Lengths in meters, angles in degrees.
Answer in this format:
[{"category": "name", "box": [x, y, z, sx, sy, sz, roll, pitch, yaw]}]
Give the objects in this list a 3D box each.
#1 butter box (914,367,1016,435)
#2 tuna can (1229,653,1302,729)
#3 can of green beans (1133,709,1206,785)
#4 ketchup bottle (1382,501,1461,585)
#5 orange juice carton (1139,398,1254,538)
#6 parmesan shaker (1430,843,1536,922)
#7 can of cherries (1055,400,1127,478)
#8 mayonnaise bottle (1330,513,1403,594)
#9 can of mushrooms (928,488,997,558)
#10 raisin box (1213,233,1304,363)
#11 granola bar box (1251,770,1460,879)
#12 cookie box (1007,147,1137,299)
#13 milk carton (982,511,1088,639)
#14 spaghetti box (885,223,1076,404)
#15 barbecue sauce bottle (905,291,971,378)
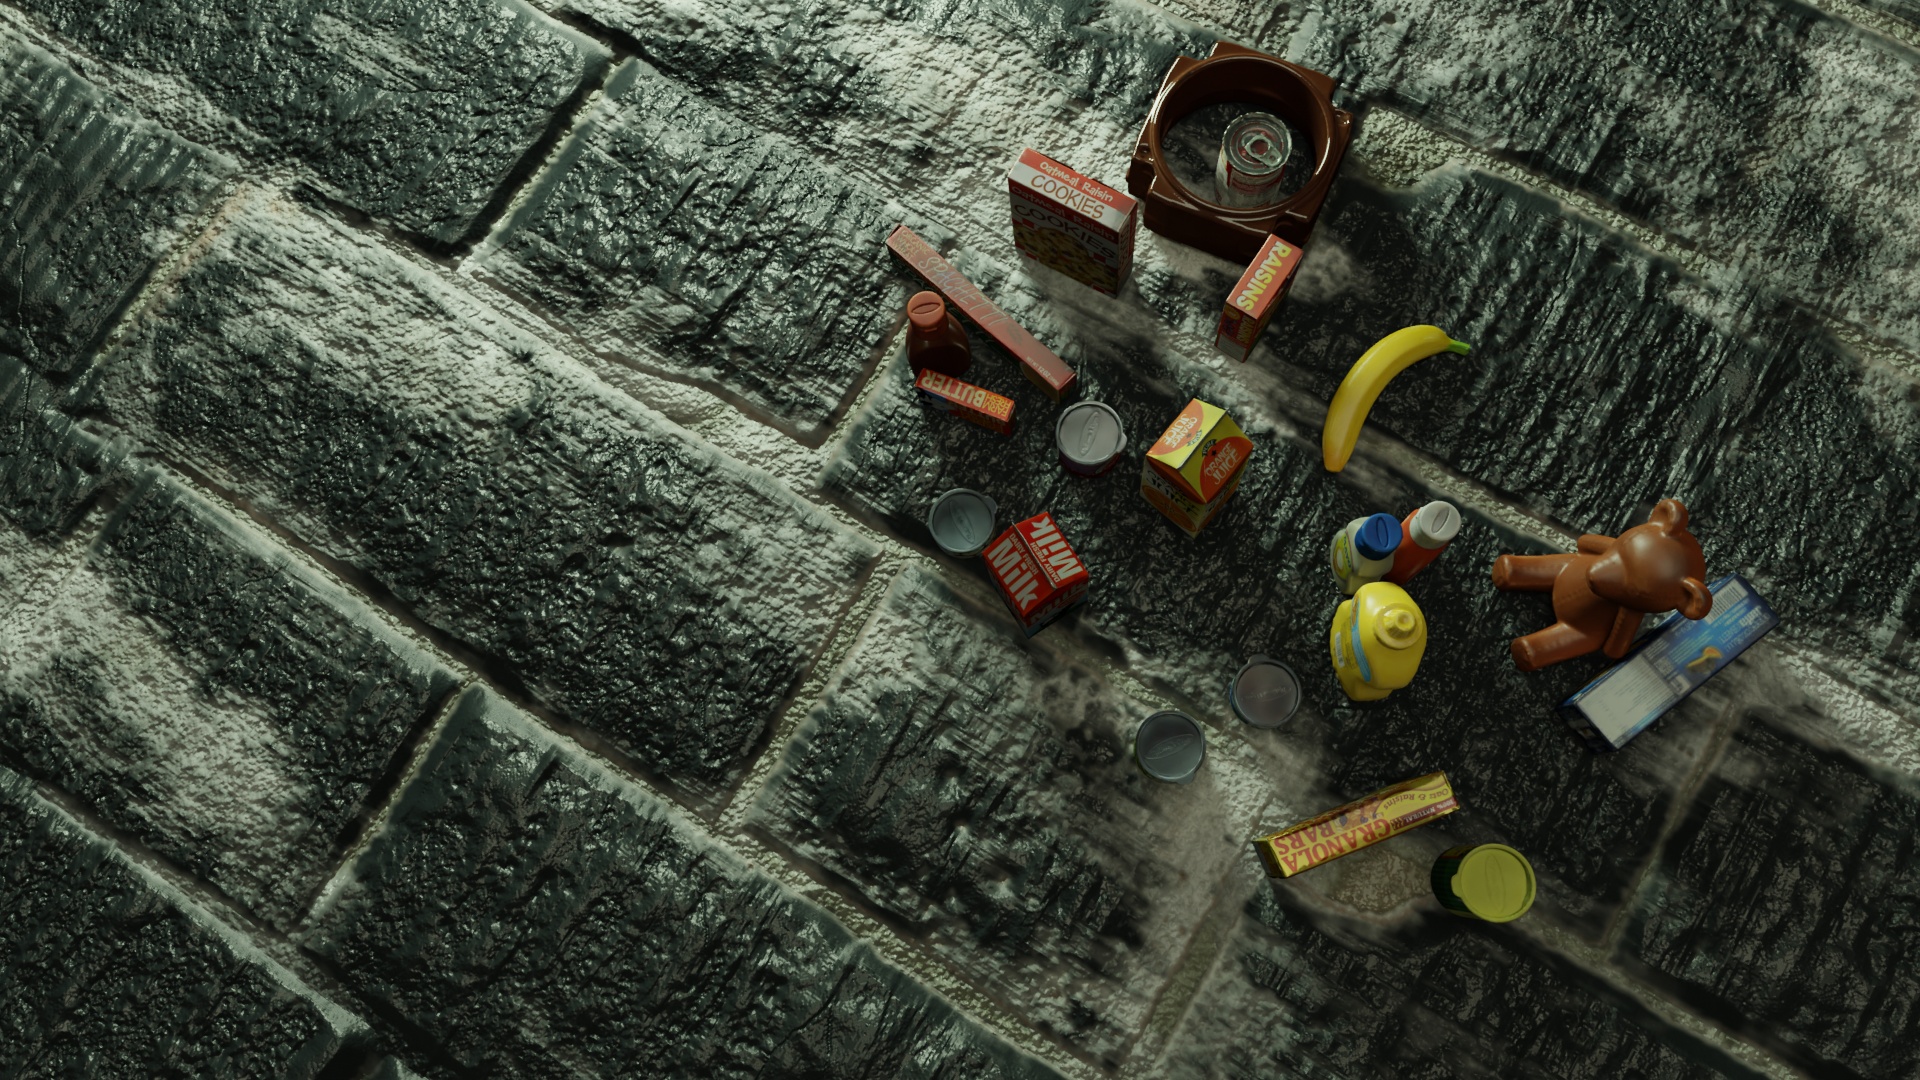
[{"category": "butter box", "box": [0.007, -0.141, 1.413, 0.103, 0.053, 0.024, 21, 80, 9]}, {"category": "tuna can", "box": [0.291, 0.145, 1.331, 0.071, 0.032, 0.071, -1, 77, 5]}, {"category": "can of green beans", "box": [0.197, 0.196, 1.314, 0.071, 0.057, 0.071, -1, 77, 5]}, {"category": "ketchup bottle", "box": [0.428, -0.002, 1.294, 0.043, 0.148, 0.065, 31, 82, 11]}, {"category": "orange juice carton", "box": [0.221, -0.070, 1.306, 0.073, 0.192, 0.072, 40, 84, 12]}, {"category": "parmesan shaker", "box": [0.462, 0.305, 1.242, 0.071, 0.103, 0.071, -1, 77, 5]}, {"category": "can of cherries", "box": [0.131, -0.099, 1.389, 0.071, 0.058, 0.071, -1, 77, 5]}, {"category": "mayonnaise bottle", "box": [0.379, 0.008, 1.297, 0.041, 0.148, 0.065, -7, 77, 4]}, {"category": "can of mushrooms", "box": [0.005, -0.017, 1.394, 0.071, 0.033, 0.071, -1, 77, 5]}, {"category": "raisin box", "box": [0.294, -0.237, 1.375, 0.040, 0.123, 0.086, 34, 82, 11]}, {"category": "granola bar box", "box": [0.353, 0.258, 1.252, 0.166, 0.124, 0.039, -22, 76, 0]}, {"category": "cookie box", "box": [0.112, -0.314, 1.386, 0.123, 0.167, 0.040, 29, 81, 11]}, {"category": "milk carton", "box": [0.071, 0.032, 1.295, 0.073, 0.190, 0.072, -33, 77, -3]}, {"category": "spaghetti box", "box": [0.020, -0.235, 1.435, 0.250, 0.050, 0.029, 42, 84, 13]}, {"category": "barbecue sauce bottle", "box": [-0.026, -0.202, 1.381, 0.065, 0.148, 0.044, -12, 77, 2]}]
